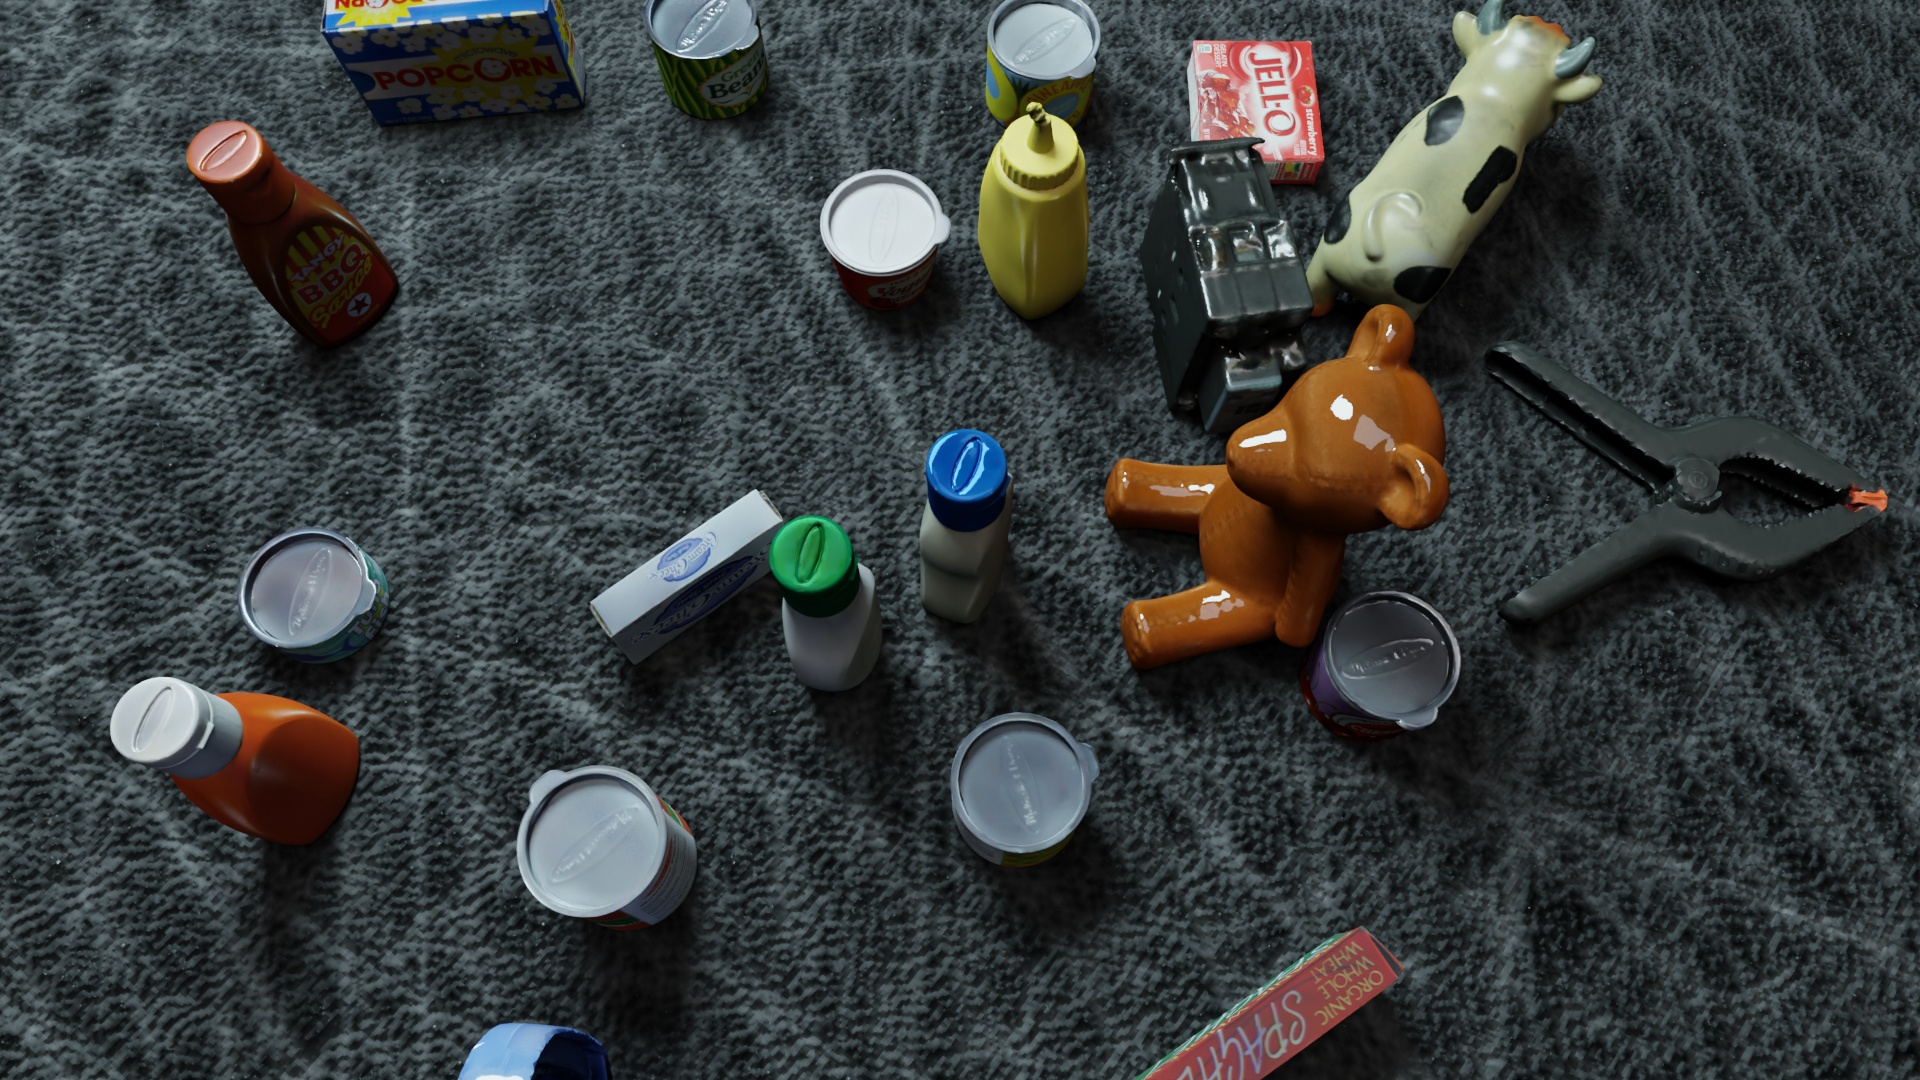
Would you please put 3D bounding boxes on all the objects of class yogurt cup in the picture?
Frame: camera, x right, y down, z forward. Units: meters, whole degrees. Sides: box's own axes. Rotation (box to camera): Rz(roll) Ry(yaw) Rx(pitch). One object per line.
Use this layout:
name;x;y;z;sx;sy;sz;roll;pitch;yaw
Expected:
yogurt cup;-0.043;-0.167;0.788;0.072;0.053;0.072;0;69;0

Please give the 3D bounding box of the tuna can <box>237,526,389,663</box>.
tuna can;-0.333;0.029;0.723;0.071;0.032;0.071;0;69;0

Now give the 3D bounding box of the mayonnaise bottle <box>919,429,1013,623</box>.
mayonnaise bottle;0.002;-0.008;0.677;0.041;0.147;0.065;19;71;7

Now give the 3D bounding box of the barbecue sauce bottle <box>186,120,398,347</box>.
barbecue sauce bottle;-0.353;-0.162;0.734;0.044;0.148;0.065;37;74;13

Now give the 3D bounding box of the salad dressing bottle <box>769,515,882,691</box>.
salad dressing bottle;-0.064;0.030;0.663;0.044;0.147;0.064;12;70;4

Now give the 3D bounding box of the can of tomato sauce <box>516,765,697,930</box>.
can of tomato sauce;-0.165;0.145;0.653;0.071;0.082;0.071;0;69;0

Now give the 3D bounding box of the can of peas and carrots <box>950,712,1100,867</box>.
can of peas and carrots;0.031;0.122;0.676;0.071;0.058;0.071;0;69;0

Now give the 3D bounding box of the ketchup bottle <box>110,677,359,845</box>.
ketchup bottle;-0.328;0.098;0.635;0.043;0.148;0.065;15;70;5

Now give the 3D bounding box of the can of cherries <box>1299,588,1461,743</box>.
can of cherries;0.209;0.067;0.697;0.071;0.058;0.072;0;69;0

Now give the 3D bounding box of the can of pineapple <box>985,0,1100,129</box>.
can of pineapple;0.049;-0.282;0.830;0.071;0.057;0.071;0;69;0

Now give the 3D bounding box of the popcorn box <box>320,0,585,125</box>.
popcorn box;-0.294;-0.290;0.817;0.127;0.085;0.038;-6;70;-3

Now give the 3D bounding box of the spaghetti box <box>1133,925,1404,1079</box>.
spaghetti box;0.090;0.256;0.629;0.250;0.050;0.029;-31;73;-11

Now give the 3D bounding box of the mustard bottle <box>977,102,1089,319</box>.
mustard bottle;0.041;-0.179;0.736;0.049;0.159;0.065;-29;72;-10

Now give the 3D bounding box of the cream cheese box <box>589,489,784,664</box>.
cream cheese box;-0.137;0.019;0.717;0.104;0.053;0.024;-36;74;-13

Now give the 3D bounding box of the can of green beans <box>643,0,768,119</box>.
can of green beans;-0.151;-0.297;0.835;0.071;0.057;0.071;0;69;0
